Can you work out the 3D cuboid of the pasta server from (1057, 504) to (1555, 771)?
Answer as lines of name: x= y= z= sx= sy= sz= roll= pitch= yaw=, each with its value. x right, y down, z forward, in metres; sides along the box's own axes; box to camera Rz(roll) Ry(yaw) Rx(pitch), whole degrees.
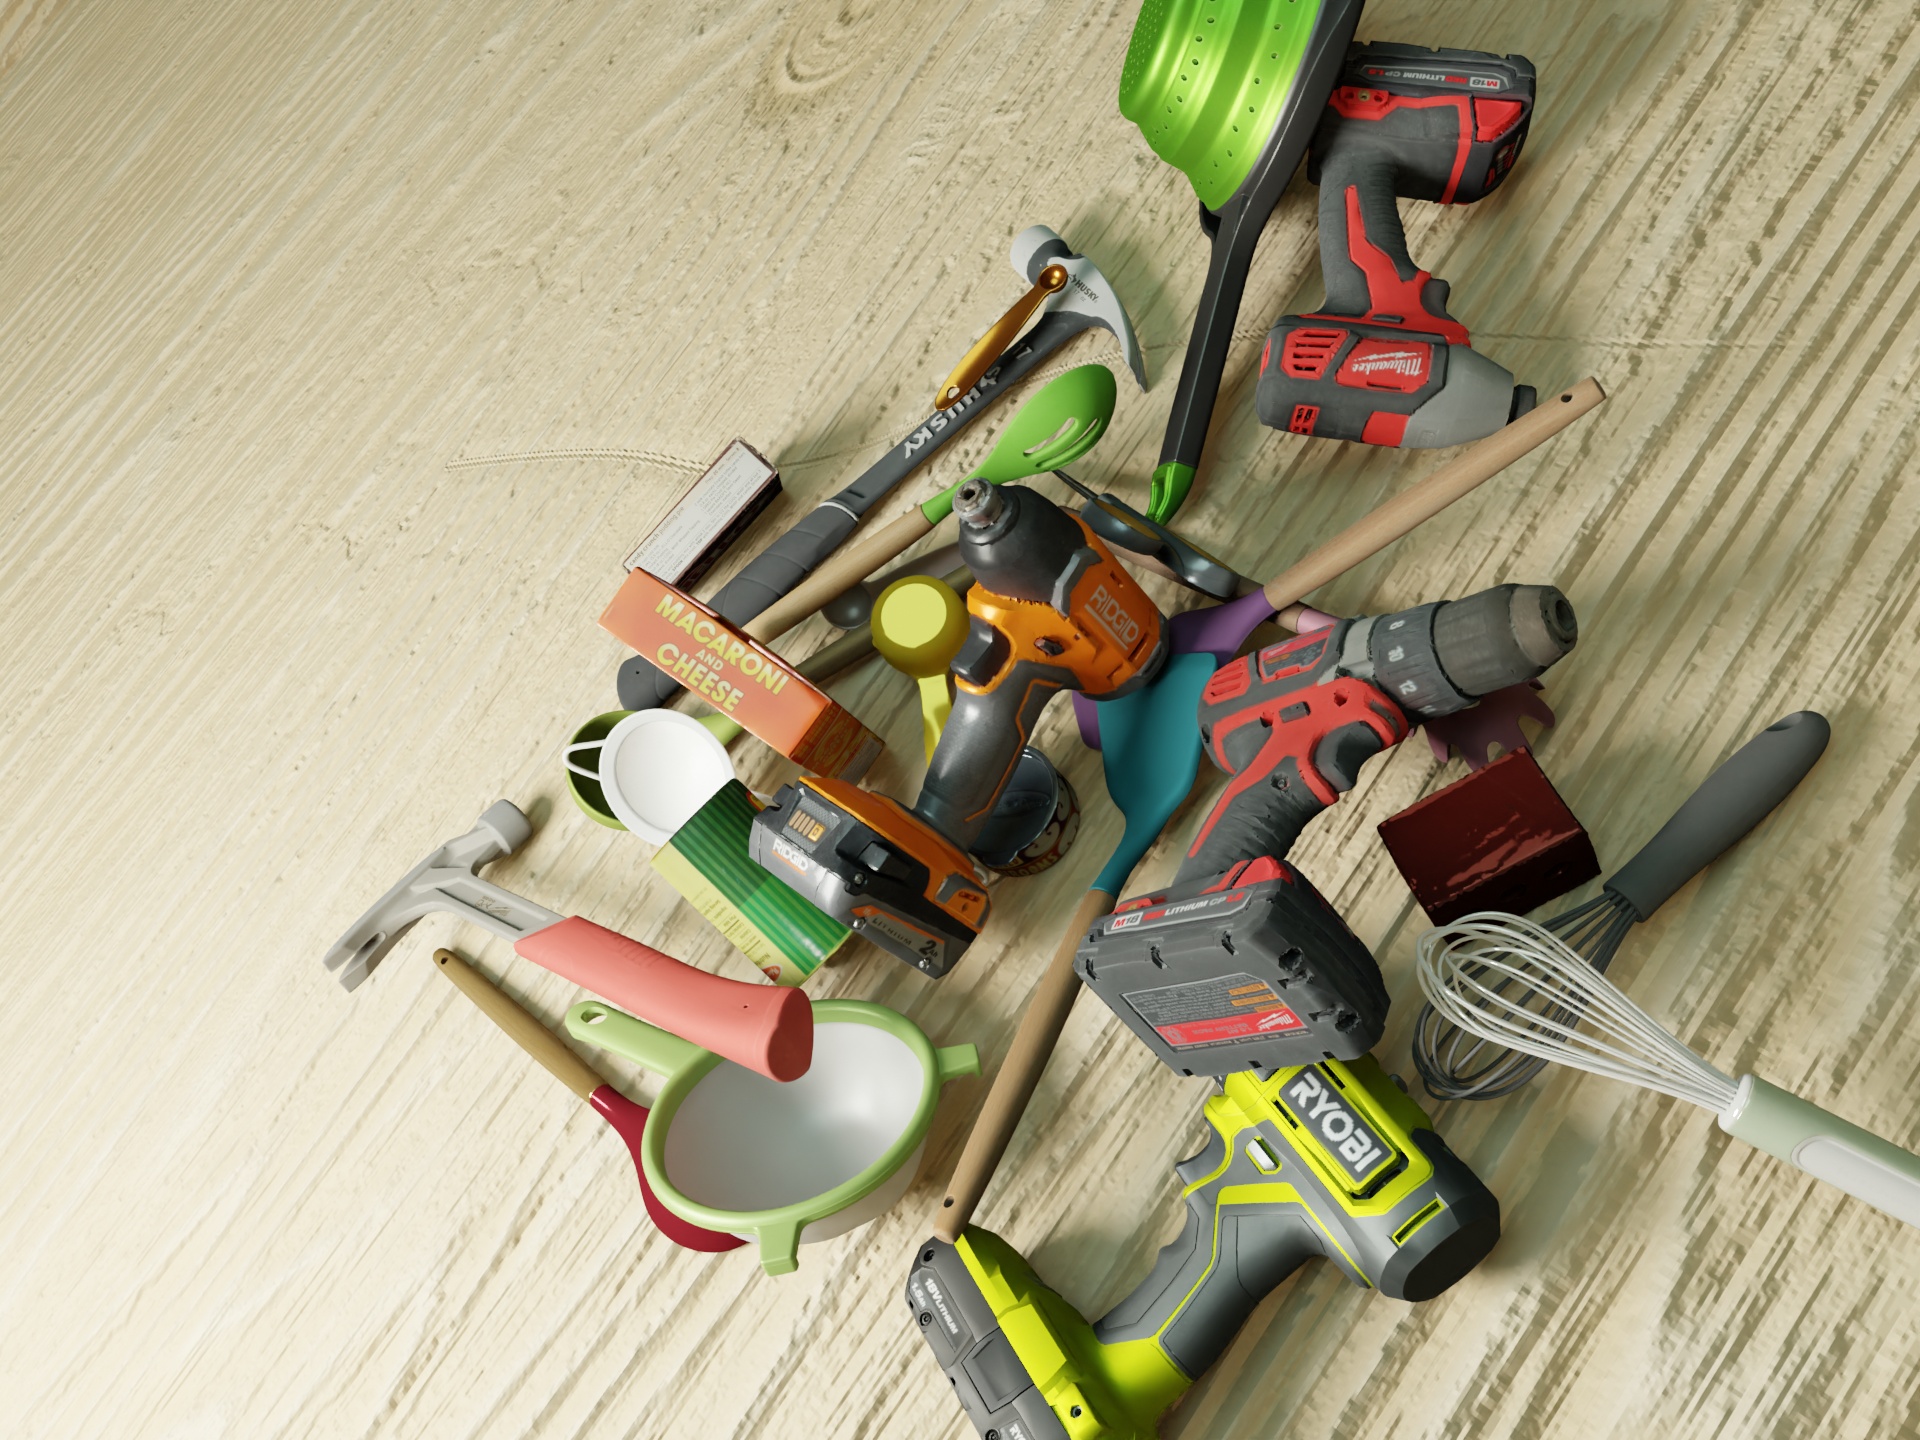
pasta server: x=0.164 y=-0.058 z=0.844 sx=0.316 sy=0.040 sz=0.060 roll=30 pitch=81 yaw=41

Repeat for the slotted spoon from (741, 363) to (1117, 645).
slotted spoon: x=-0.037 y=-0.106 z=0.932 sx=0.313 sy=0.070 sz=0.031 roll=-32 pitch=66 yaw=22

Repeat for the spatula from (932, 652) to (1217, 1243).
spatula: x=0.052 y=0.100 z=0.770 sx=0.082 sy=0.044 sz=0.318 roll=-9 pitch=43 yaw=45

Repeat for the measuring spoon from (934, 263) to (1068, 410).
measuring spoon: x=0.026 y=-0.234 z=0.983 sx=0.117 sy=0.011 sz=0.021 roll=-48 pitch=57 yaw=4

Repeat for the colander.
colander: x=0.130 y=-0.309 z=0.906 sx=0.094 sy=0.204 sz=0.397 roll=16 pitch=86 yaw=-9

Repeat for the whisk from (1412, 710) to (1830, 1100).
whisk: x=0.288 y=0.079 z=0.690 sx=0.239 sy=0.055 sz=0.055 roll=-42 pitch=52 yaw=-3

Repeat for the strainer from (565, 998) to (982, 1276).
strainer: x=-0.115 y=0.204 z=0.822 sx=0.256 sy=0.069 sz=0.151 roll=11 pitch=38 yaw=41

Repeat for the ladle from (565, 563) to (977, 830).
ladle: x=-0.095 y=-0.031 z=0.954 sx=0.320 sy=0.062 sz=0.078 roll=-30 pitch=74 yaw=8

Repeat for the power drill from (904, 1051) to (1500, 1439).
power drill: x=0.092 y=0.215 z=0.703 sx=0.228 sy=0.080 sz=0.191 roll=-41 pitch=48 yaw=1

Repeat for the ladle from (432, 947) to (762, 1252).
ladle: x=-0.220 y=0.203 z=0.915 sx=0.316 sy=0.031 sz=0.069 roll=26 pitch=73 yaw=38

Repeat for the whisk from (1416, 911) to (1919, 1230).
whisk: x=0.291 y=0.143 z=0.613 sx=0.246 sy=0.059 sz=0.057 roll=27 pitch=120 yaw=17

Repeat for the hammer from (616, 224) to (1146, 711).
hammer: x=-0.059 y=-0.140 z=1.007 sx=0.409 sy=0.036 sz=0.149 roll=-41 pitch=53 yaw=4

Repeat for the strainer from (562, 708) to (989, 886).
strainer: x=-0.102 y=0.051 z=0.897 sx=0.258 sy=0.050 sz=0.086 roll=18 pitch=114 yaw=17

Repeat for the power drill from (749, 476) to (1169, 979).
power drill: x=-0.001 y=-0.002 z=0.775 sx=0.084 sy=0.164 sz=0.226 roll=29 pitch=82 yaw=41

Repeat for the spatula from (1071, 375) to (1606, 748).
spatula: x=0.178 y=-0.073 z=0.798 sx=0.316 sy=0.018 sz=0.060 roll=-35 pitch=52 yaw=30

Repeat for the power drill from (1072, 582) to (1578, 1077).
power drill: x=0.161 y=0.035 z=0.688 sx=0.188 sy=0.080 sz=0.227 roll=-21 pitch=29 yaw=46

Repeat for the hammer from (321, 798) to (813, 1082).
hammer: x=-0.215 y=0.135 z=0.882 sx=0.359 sy=0.036 sz=0.149 roll=13 pitch=51 yaw=43

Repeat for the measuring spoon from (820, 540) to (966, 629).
measuring spoon: x=-0.028 y=-0.090 z=0.971 sx=0.124 sy=0.034 sz=0.018 roll=-21 pitch=19 yaw=12

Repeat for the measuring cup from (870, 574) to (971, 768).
measuring cup: x=-0.016 y=-0.011 z=0.900 sx=0.062 sy=0.029 sz=0.157 roll=-13 pitch=68 yaw=7

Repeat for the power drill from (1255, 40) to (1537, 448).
power drill: x=0.245 y=-0.250 z=0.860 sx=0.143 sy=0.078 sz=0.220 roll=10 pitch=73 yaw=9
